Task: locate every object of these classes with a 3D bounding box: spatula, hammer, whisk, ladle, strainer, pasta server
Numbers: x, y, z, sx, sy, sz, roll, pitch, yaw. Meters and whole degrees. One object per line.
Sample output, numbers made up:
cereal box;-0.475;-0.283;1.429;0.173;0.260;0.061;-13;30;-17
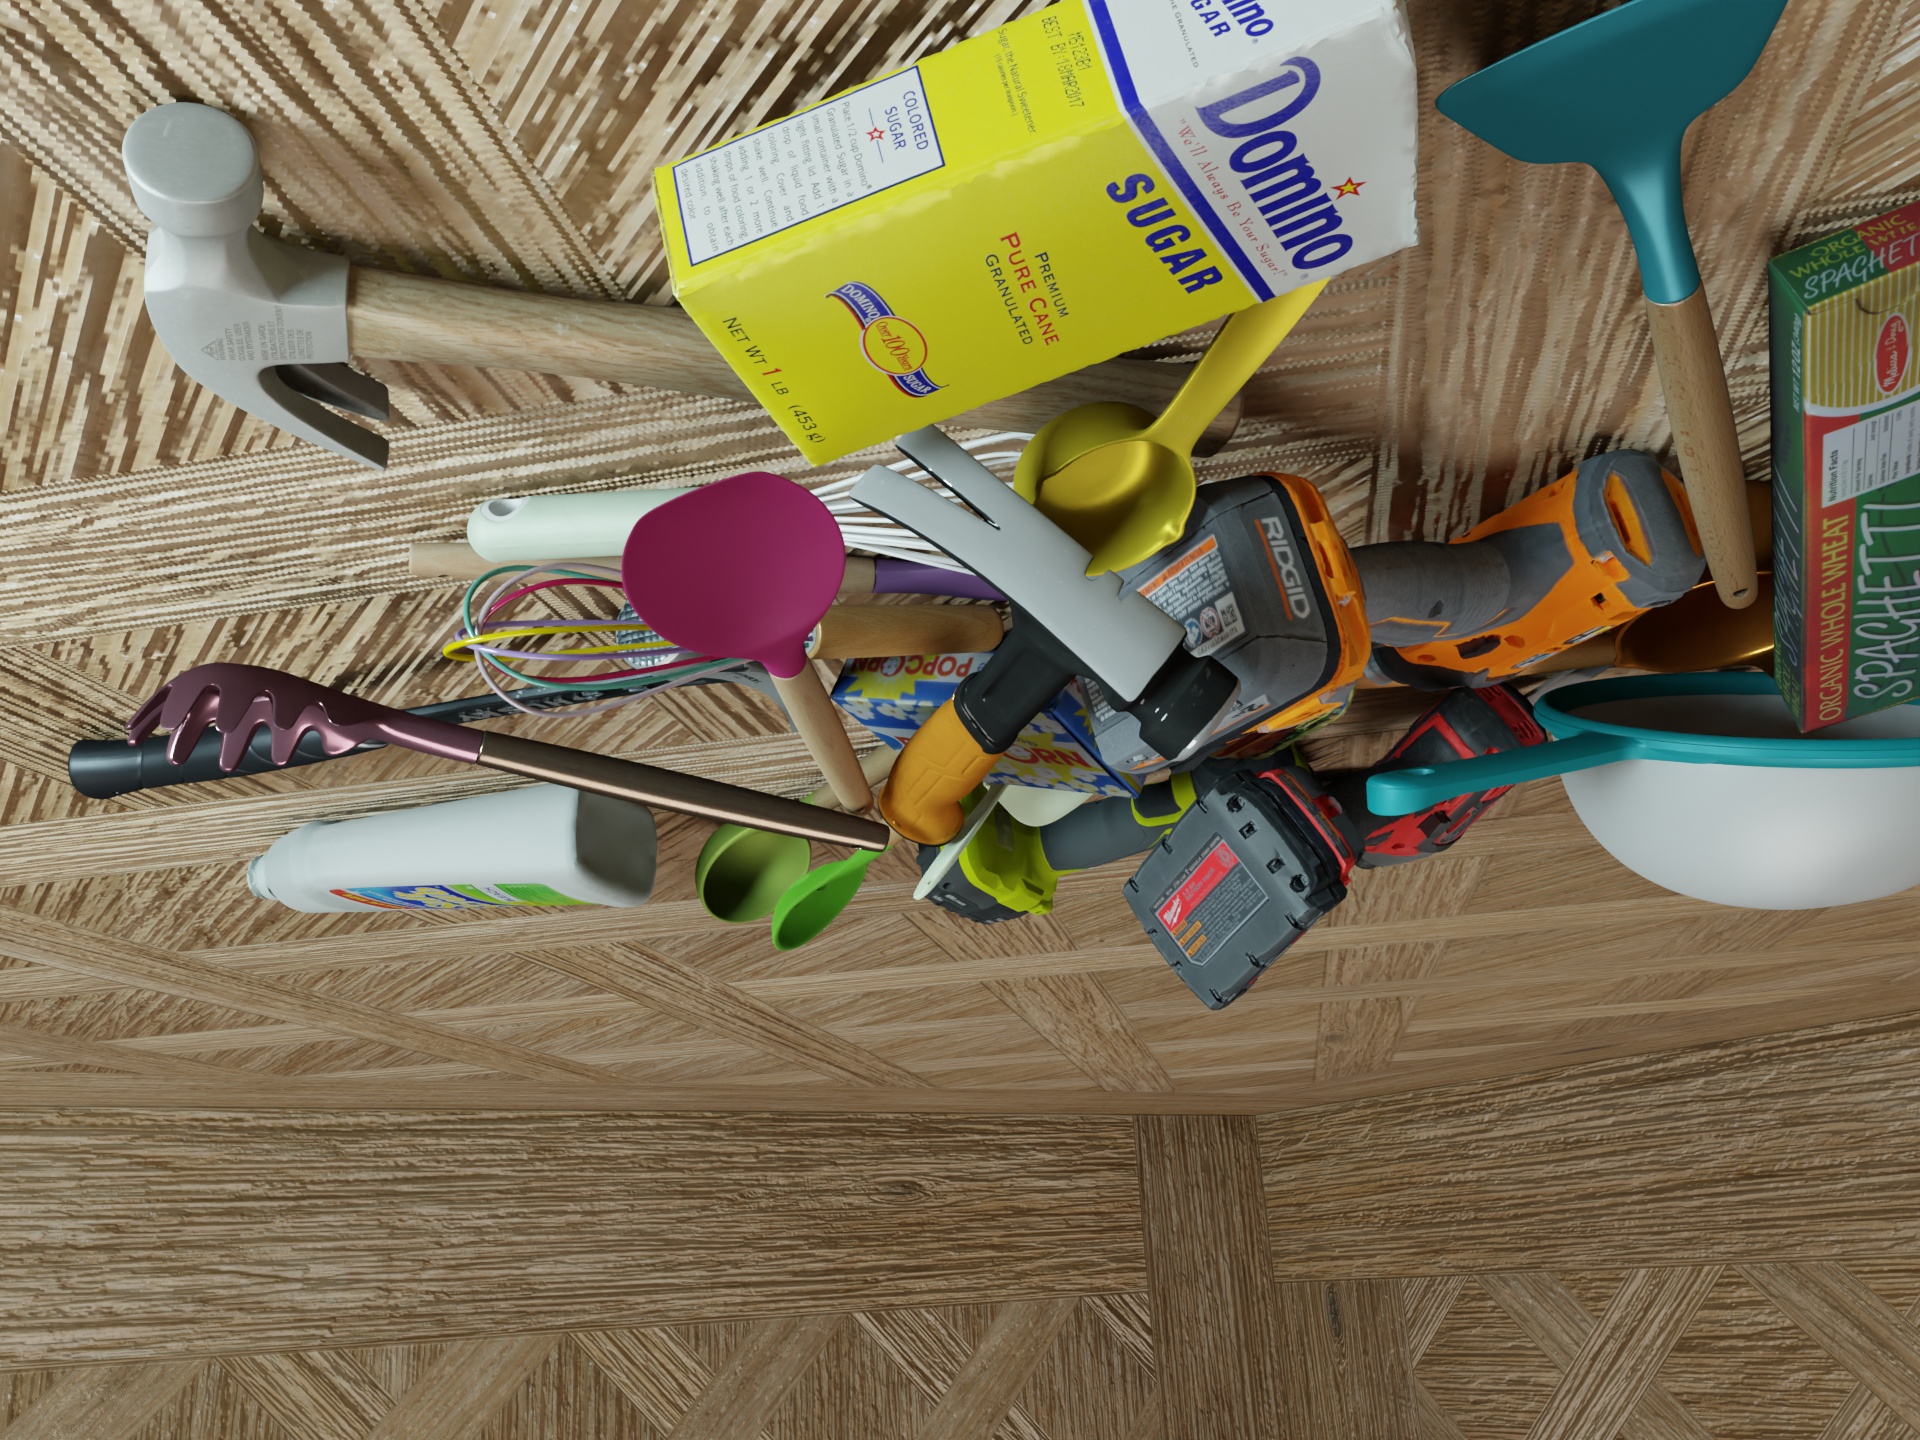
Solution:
spatula;-0.061;-0.061;0.656;0.316;0.018;0.060;1;169;-14
hammer;-0.001;-0.002;0.616;0.127;0.034;0.337;40;163;1
spatula;0.223;-0.108;0.488;0.082;0.044;0.317;-17;146;24
spatula;0.307;-0.025;0.789;0.322;0.041;0.081;-5;-174;11
hammer;-0.264;0.000;0.755;0.409;0.036;0.149;-8;167;22
whisk;-0.063;-0.074;0.584;0.246;0.058;0.059;-2;127;8
ladle;-0.064;0.050;0.922;0.078;0.062;0.320;-2;161;-37
whisk;-0.080;-0.034;0.611;0.245;0.051;0.047;-4;145;-41
hammer;-0.068;-0.111;0.494;0.331;0.031;0.130;3;159;-18
strainer;0.325;0.044;0.724;0.340;0.095;0.211;-8;-169;-25
pasta server;-0.180;0.025;0.679;0.316;0.040;0.060;14;158;-19

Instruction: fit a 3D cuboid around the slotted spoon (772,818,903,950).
slotted spoon;-0.027;0.050;0.876;0.070;0.031;0.313;-25;167;-44

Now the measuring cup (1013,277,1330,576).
measuring cup;0.071;-0.109;0.486;0.062;0.029;0.156;15;127;-36

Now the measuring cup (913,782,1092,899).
measuring cup;0.030;0.047;0.792;0.038;0.168;0.083;49;136;-7

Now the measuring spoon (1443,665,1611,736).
measuring spoon;0.308;-0.017;0.860;0.034;0.018;0.124;7;152;-32

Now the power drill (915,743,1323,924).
power drill;0.091;0.053;0.932;0.223;0.080;0.171;-15;159;19

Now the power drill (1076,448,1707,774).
power drill;0.155;-0.039;0.622;0.226;0.084;0.164;-9;166;-30

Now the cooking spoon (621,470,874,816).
cooking spoon;-0.061;-0.013;0.598;0.069;0.017;0.318;-22;160;-3

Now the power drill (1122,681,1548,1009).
power drill;0.197;0.059;0.822;0.219;0.079;0.143;-21;155;-37

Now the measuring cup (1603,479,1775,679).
measuring cup;0.342;-0.052;0.688;0.173;0.052;0.095;17;148;-41
